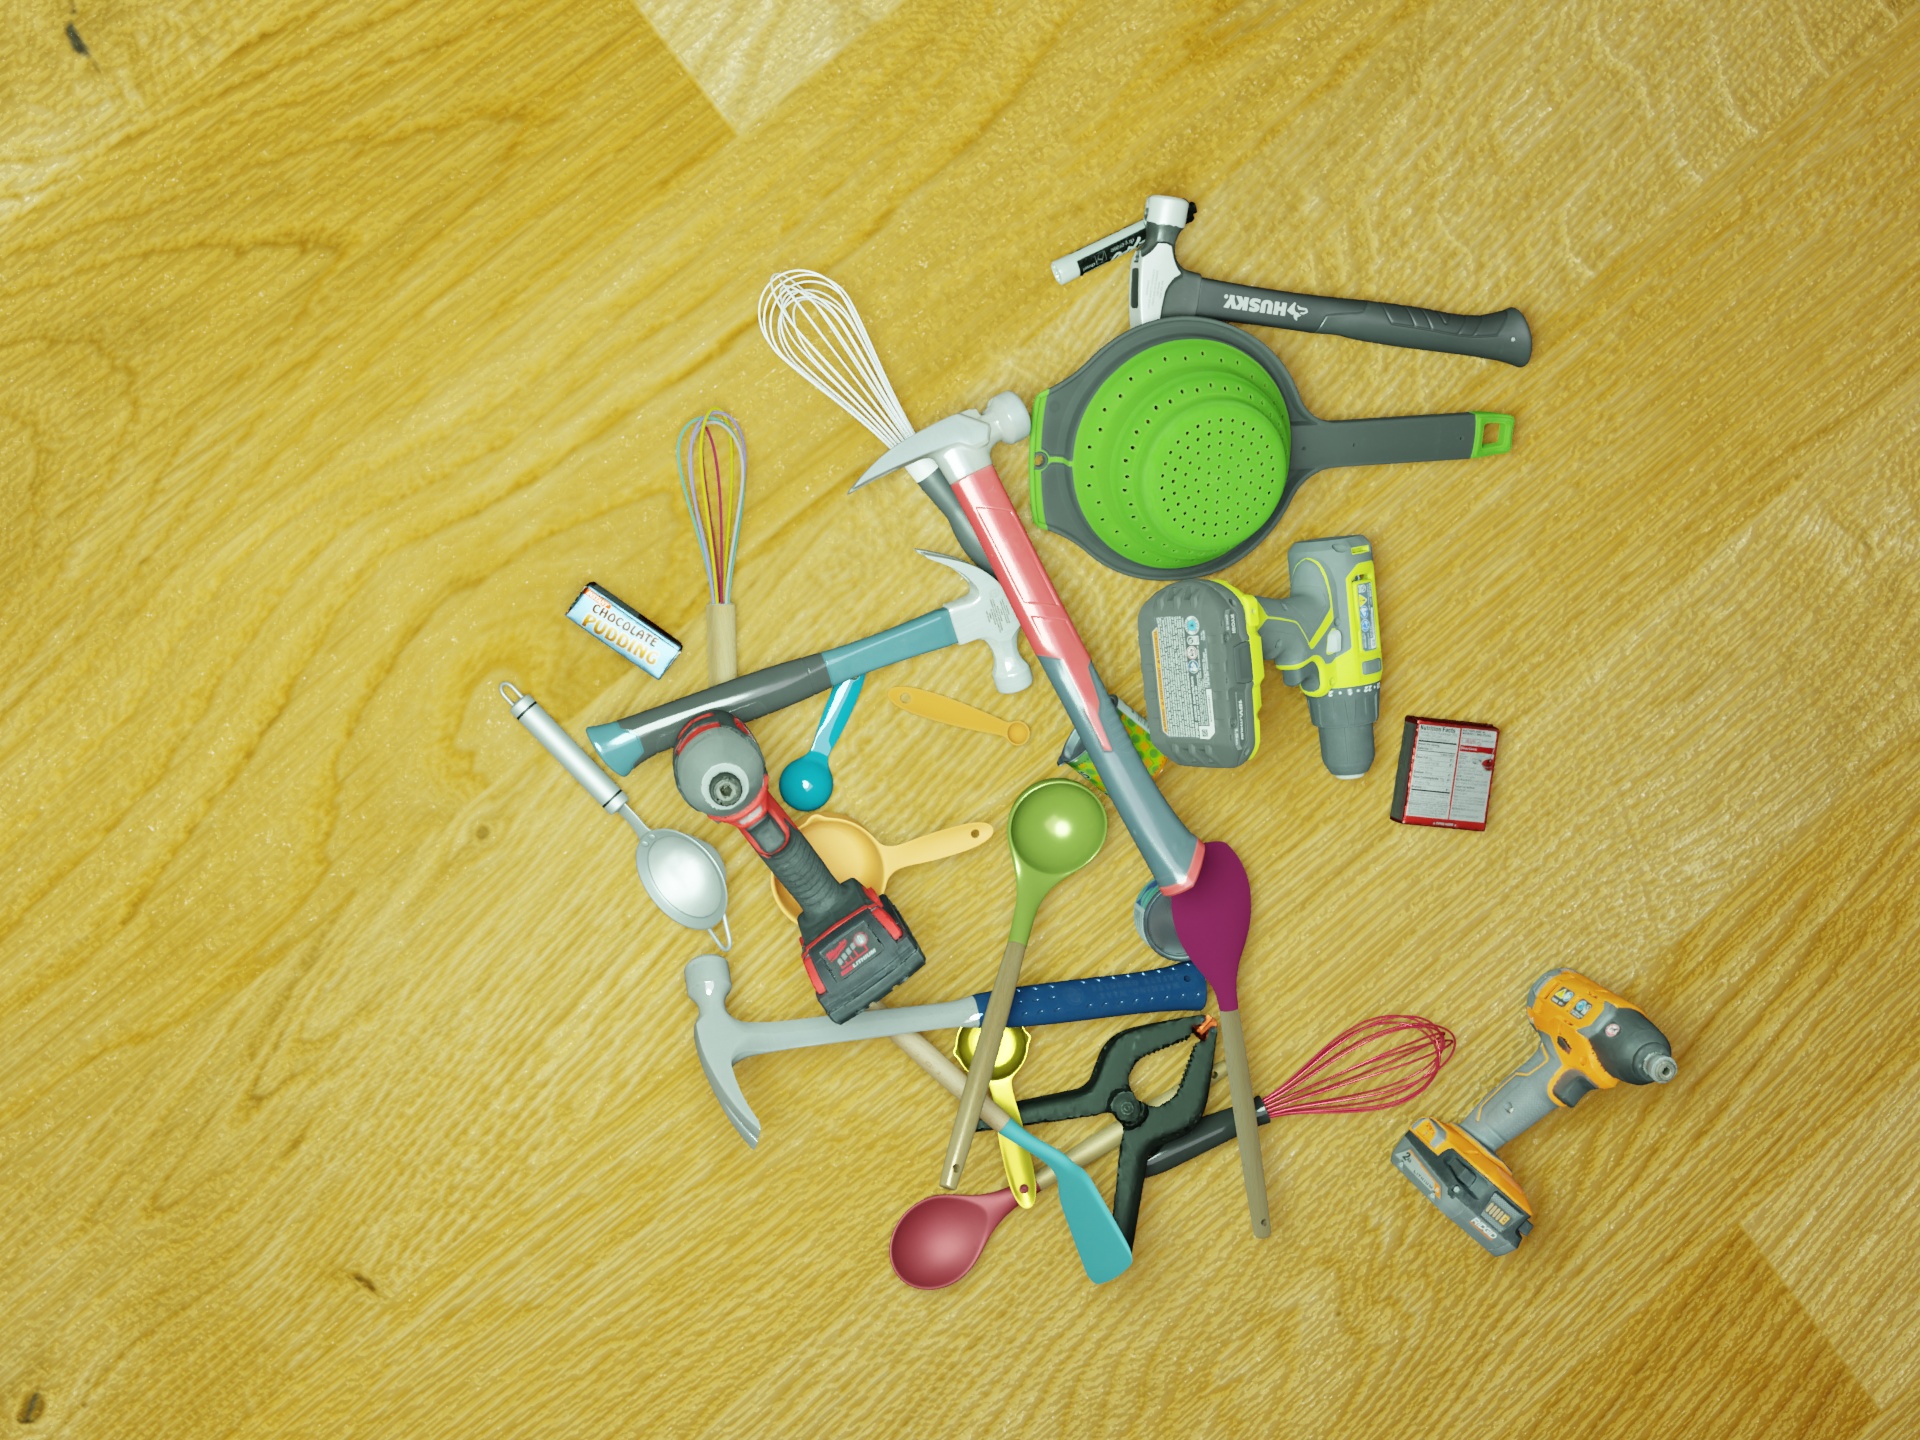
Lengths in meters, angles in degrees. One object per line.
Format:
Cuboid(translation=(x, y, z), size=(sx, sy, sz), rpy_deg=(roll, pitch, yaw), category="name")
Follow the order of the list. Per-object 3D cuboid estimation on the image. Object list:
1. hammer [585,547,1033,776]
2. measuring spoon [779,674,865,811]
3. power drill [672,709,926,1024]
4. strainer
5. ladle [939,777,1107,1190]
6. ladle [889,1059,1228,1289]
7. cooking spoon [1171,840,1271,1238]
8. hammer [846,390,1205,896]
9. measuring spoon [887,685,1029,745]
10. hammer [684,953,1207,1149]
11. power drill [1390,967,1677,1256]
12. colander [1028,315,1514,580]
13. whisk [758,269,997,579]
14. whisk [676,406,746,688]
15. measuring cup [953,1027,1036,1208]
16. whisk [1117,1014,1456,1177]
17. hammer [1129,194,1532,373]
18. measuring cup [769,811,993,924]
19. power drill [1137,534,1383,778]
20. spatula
Cuboid(translation=(-0.112, -0.032, 1.181), size=(0.331, 0.033, 0.128), rpy_deg=(-21, 110, -12), category="hammer")
Cuboid(translation=(-0.100, 0.011, 1.214), size=(0.042, 0.021, 0.128), rpy_deg=(23, 93, -12), category="measuring spoon")
Cuboid(translation=(-0.120, 0.095, 1.105), size=(0.078, 0.143, 0.219), rpy_deg=(-36, 105, -4), category="power drill")
Cuboid(translation=(-0.249, 0.065, 1.185), size=(0.258, 0.050, 0.087), rpy_deg=(47, 131, -6), category="strainer")
Cuboid(translation=(0.039, 0.189, 1.179), size=(0.078, 0.062, 0.320), rpy_deg=(23, 64, -11), category="ladle")
Cuboid(translation=(0.083, 0.359, 1.285), size=(0.315, 0.031, 0.069), rpy_deg=(-29, 87, -8), category="ladle")
Cuboid(translation=(0.217, 0.254, 1.258), size=(0.068, 0.017, 0.319), rpy_deg=(-10, 93, -15), category="cooking spoon")
Cuboid(translation=(0.063, -0.039, 1.164), size=(0.143, 0.038, 0.386), rpy_deg=(-28, 94, -15), category="hammer")
Cuboid(translation=(-0.002, -0.004, 1.238), size=(0.117, 0.011, 0.021), rpy_deg=(17, 79, -8), category="measuring spoon")
Cuboid(translation=(0.002, 0.229, 1.210), size=(0.405, 0.035, 0.144), rpy_deg=(-3, 53, -19), category="hammer")
Cuboid(translation=(0.467, 0.313, 1.280), size=(0.084, 0.164, 0.226), rpy_deg=(41, 90, -12), category="power drill")
Cuboid(translation=(0.253, -0.198, 1.196), size=(0.397, 0.095, 0.204), rpy_deg=(-6, 113, -12), category="colander")
Cuboid(translation=(-0.048, -0.216, 1.185), size=(0.070, 0.070, 0.284), rpy_deg=(-41, 107, -4), category="whisk")
Cuboid(translation=(-0.181, -0.108, 1.177), size=(0.051, 0.047, 0.245), rpy_deg=(-2, 100, -11), category="whisk")
Cuboid(translation=(0.036, 0.303, 1.251), size=(0.062, 0.029, 0.156), rpy_deg=(-13, 85, 1), category="measuring cup")
Cuboid(translation=(0.266, 0.310, 1.297), size=(0.296, 0.073, 0.073), rpy_deg=(-22, 100, -2), category="whisk")
Cuboid(translation=(0.291, -0.308, 1.236), size=(0.334, 0.035, 0.146), rpy_deg=(4, 104, -13), category="hammer")
Cuboid(translation=(-0.062, 0.102, 1.218), size=(0.173, 0.052, 0.095), rpy_deg=(-15, 99, -10), category="measuring cup")
Cuboid(translation=(0.242, -0.035, 1.203), size=(0.228, 0.080, 0.190), rpy_deg=(-13, 100, -42), category="power drill")
Cuboid(translation=(0.008, 0.298, 1.212), size=(0.317, 0.082, 0.044), rpy_deg=(40, 56, 8), category="spatula")
